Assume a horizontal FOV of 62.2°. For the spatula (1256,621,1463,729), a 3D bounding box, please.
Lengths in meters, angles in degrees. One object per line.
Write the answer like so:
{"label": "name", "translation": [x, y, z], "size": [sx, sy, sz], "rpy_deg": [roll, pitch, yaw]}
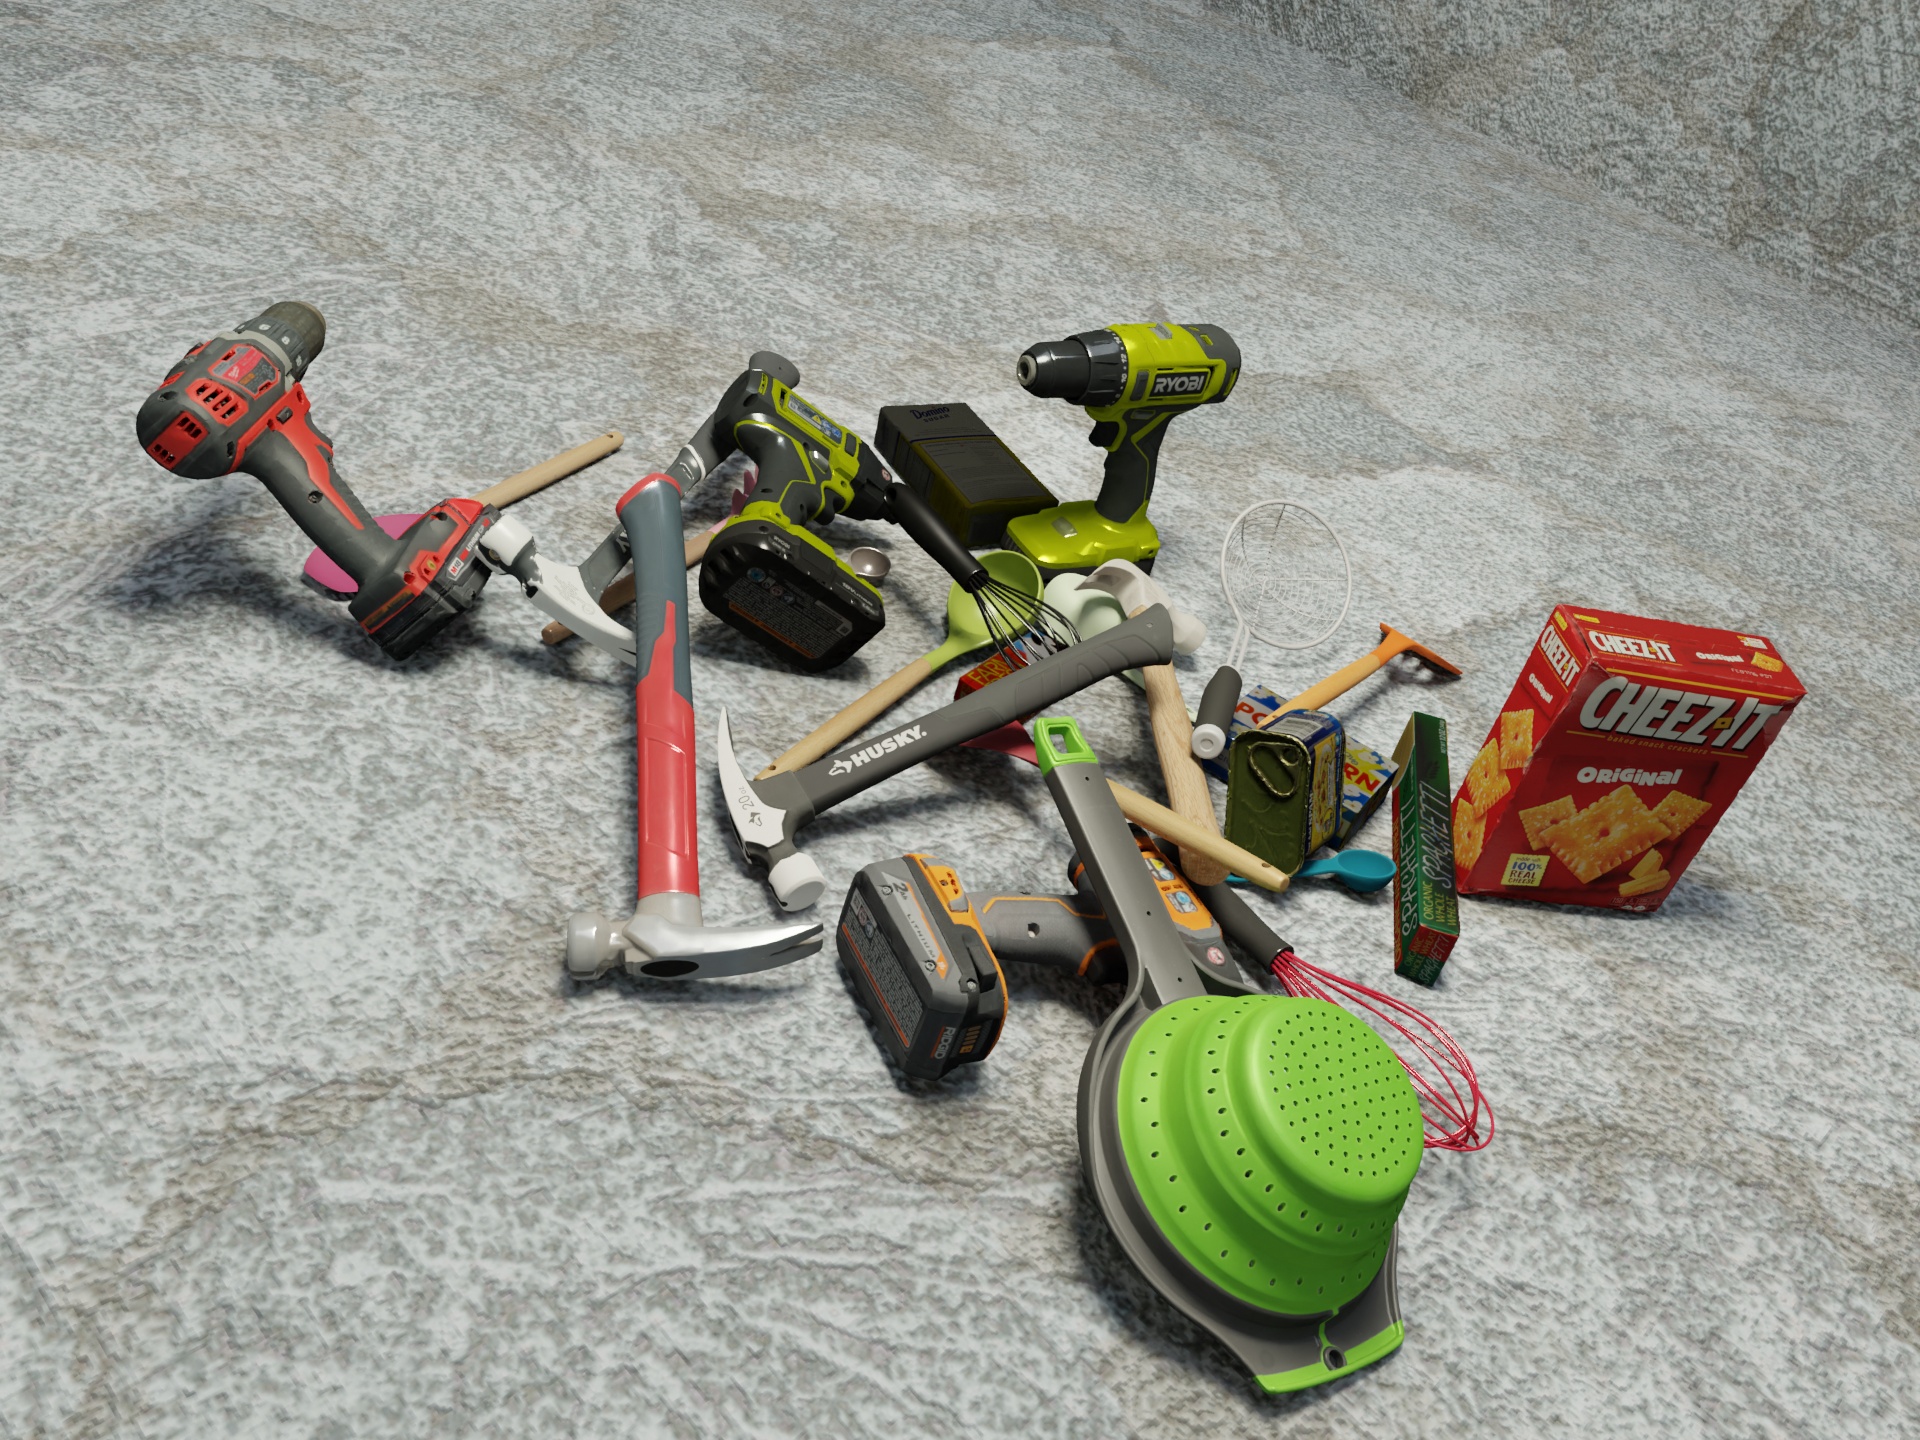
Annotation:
{"label": "spatula", "translation": [0.312, -0.031, 1.256], "size": [0.081, 0.041, 0.322], "rpy_deg": [35, 36, 24]}

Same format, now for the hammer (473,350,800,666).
{"label": "hammer", "translation": [-0.207, -0.184, 1.214], "size": [0.149, 0.036, 0.409], "rpy_deg": [42, 38, -12]}

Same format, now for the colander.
{"label": "colander", "translation": [0.141, 0.144, 0.861], "size": [0.204, 0.094, 0.397], "rpy_deg": [-3, 57, -35]}

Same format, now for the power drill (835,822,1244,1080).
{"label": "power drill", "translation": [0.059, 0.142, 0.941], "size": [0.226, 0.084, 0.164], "rpy_deg": [-4, 41, -31]}

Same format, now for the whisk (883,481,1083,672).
{"label": "whisk", "translation": [0.012, -0.106, 1.173], "size": [0.055, 0.055, 0.239], "rpy_deg": [-16, 50, -35]}

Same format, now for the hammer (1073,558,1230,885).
{"label": "hammer", "translation": [0.146, -0.008, 1.126], "size": [0.130, 0.031, 0.332], "rpy_deg": [37, 28, -26]}

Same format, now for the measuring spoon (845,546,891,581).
{"label": "measuring spoon", "translation": [-0.108, -0.106, 1.250], "size": [0.124, 0.018, 0.034], "rpy_deg": [-25, 60, -33]}

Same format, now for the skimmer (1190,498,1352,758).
{"label": "skimmer", "translation": [0.233, -0.070, 1.201], "size": [0.127, 0.090, 0.363], "rpy_deg": [50, 27, -8]}

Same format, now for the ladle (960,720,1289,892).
{"label": "ladle", "translation": [0.086, 0.044, 1.033], "size": [0.069, 0.031, 0.316], "rpy_deg": [-14, 28, -39]}

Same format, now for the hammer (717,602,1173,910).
{"label": "hammer", "translation": [-0.002, -0.003, 1.050], "size": [0.335, 0.035, 0.146], "rpy_deg": [-25, 56, -18]}

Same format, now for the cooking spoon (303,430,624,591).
{"label": "cooking spoon", "translation": [-0.367, -0.167, 1.224], "size": [0.069, 0.017, 0.319], "rpy_deg": [30, 40, 16]}

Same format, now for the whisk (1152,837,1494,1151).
{"label": "whisk", "translation": [0.213, 0.162, 0.993], "size": [0.073, 0.073, 0.296], "rpy_deg": [-14, 40, -33]}

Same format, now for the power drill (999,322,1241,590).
{"label": "power drill", "translation": [0.110, -0.213, 1.283], "size": [0.190, 0.228, 0.080], "rpy_deg": [-10, 44, -30]}

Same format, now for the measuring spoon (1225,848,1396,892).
{"label": "measuring spoon", "translation": [0.239, 0.110, 1.102], "size": [0.128, 0.021, 0.042], "rpy_deg": [-3, 23, -10]}

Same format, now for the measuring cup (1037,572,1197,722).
{"label": "measuring cup", "translation": [0.132, -0.059, 1.244], "size": [0.168, 0.038, 0.083], "rpy_deg": [39, 26, 20]}

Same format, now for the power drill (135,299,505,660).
{"label": "power drill", "translation": [-0.413, -0.171, 1.064], "size": [0.226, 0.080, 0.188], "rpy_deg": [45, 29, -24]}

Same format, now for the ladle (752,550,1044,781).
{"label": "ladle", "translation": [-0.043, -0.038, 1.151], "size": [0.078, 0.062, 0.320], "rpy_deg": [19, 37, 30]}

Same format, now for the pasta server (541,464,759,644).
{"label": "pasta server", "translation": [-0.208, -0.136, 1.227], "size": [0.060, 0.040, 0.316], "rpy_deg": [34, 41, 13]}

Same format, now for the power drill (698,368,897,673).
{"label": "power drill", "translation": [-0.113, -0.150, 1.201], "size": [0.171, 0.080, 0.223], "rpy_deg": [33, 37, -27]}

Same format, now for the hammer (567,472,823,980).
{"label": "hammer", "translation": [-0.172, -0.013, 1.008], "size": [0.143, 0.038, 0.387], "rpy_deg": [-2, 52, -9]}
